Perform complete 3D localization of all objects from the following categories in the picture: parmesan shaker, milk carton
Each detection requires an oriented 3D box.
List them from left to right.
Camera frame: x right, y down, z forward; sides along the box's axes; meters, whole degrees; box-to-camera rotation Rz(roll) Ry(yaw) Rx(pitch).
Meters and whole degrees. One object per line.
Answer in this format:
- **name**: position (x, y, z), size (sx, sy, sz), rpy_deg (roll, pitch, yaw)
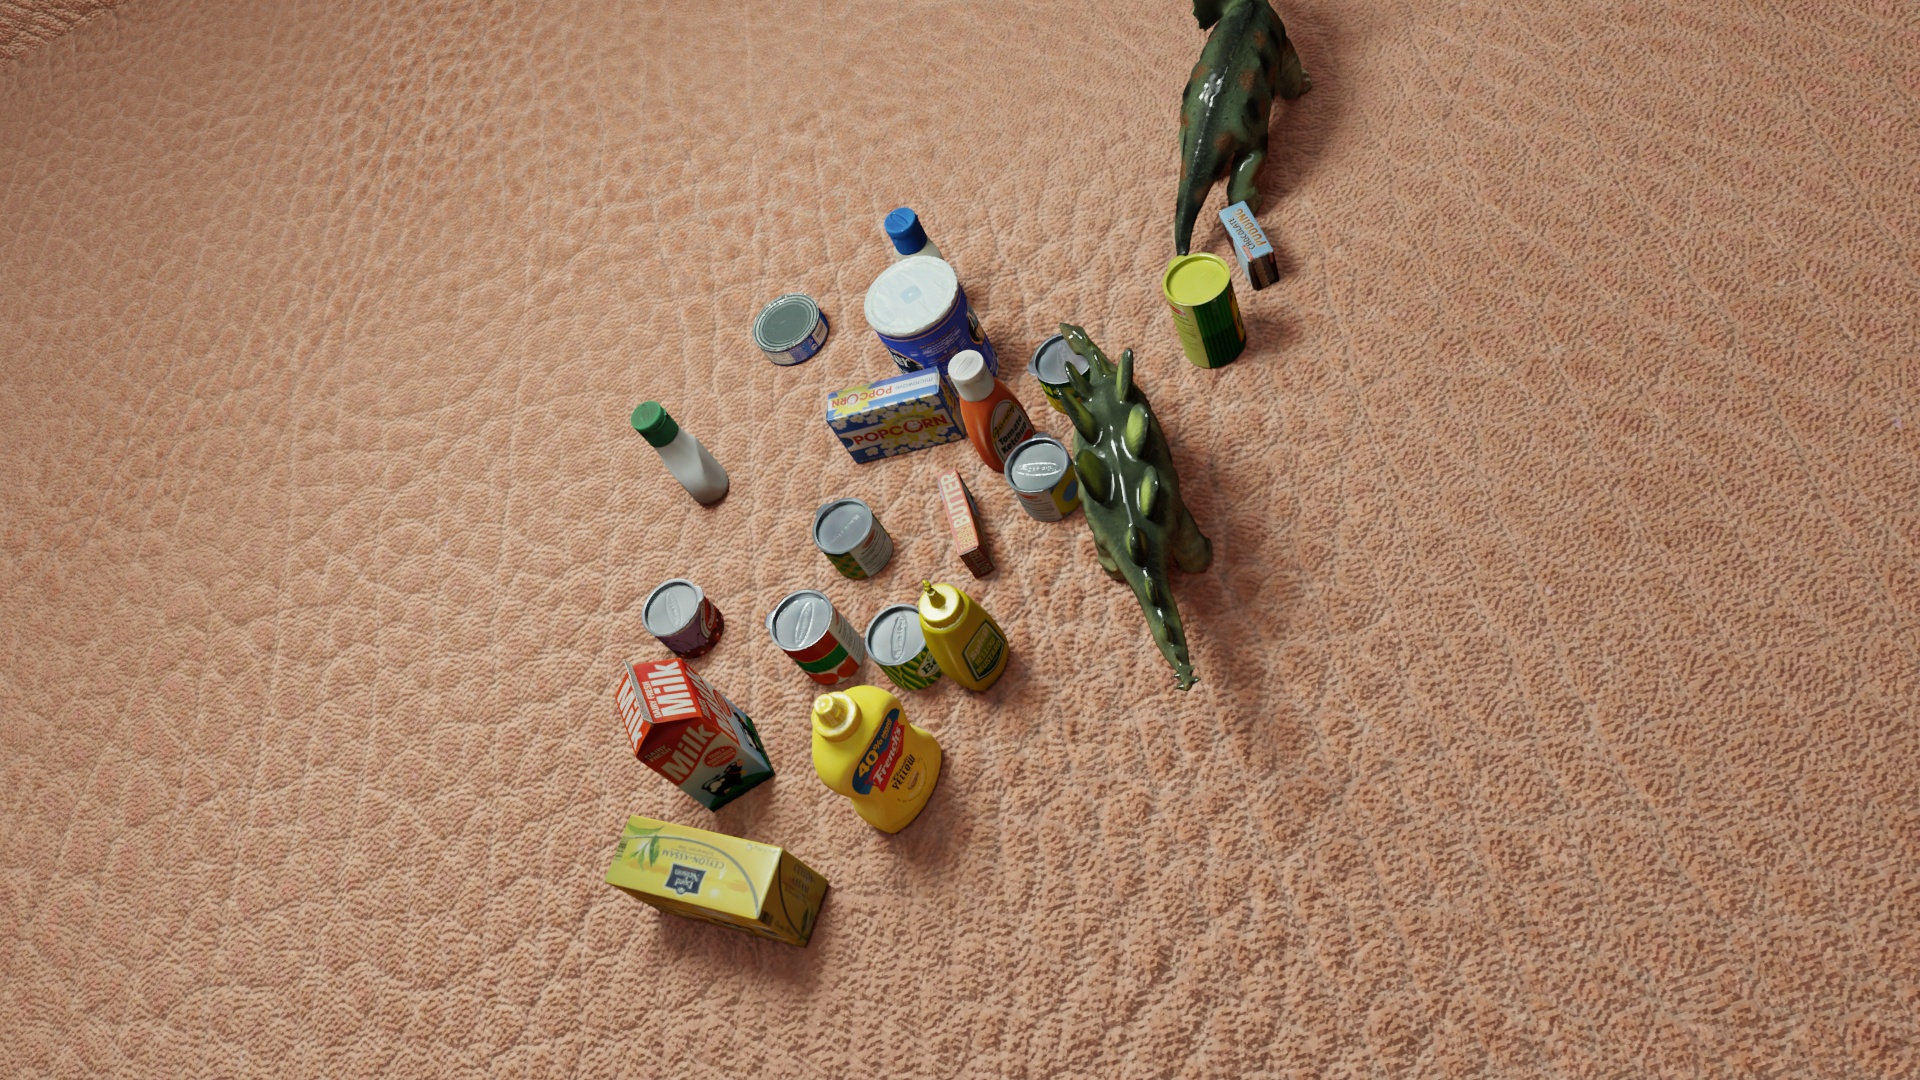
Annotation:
- **milk carton**: position (-0.253, 0.175, 1.285), size (0.073, 0.190, 0.072), rpy_deg (-32, 53, 1)
- **parmesan shaker**: position (0.245, -0.231, 1.393), size (0.071, 0.102, 0.071), rpy_deg (-11, 56, 16)

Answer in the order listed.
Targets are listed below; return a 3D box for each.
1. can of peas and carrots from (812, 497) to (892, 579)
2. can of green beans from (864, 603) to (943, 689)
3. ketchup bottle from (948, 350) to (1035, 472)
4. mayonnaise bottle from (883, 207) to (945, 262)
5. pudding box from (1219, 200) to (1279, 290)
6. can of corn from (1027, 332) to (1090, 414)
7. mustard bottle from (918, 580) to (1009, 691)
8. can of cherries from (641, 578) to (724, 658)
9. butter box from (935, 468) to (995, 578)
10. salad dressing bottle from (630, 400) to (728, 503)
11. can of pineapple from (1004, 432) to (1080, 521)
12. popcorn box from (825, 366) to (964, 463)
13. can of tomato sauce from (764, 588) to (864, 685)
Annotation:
- **can of peas and carrots**: position (-0.112, -0.002, 1.422), size (0.071, 0.058, 0.071), rpy_deg (-11, 56, 16)
- **can of green beans**: position (-0.051, 0.102, 1.331), size (0.071, 0.057, 0.071), rpy_deg (-11, 56, 16)
- **ketchup bottle**: position (0.028, -0.132, 1.390), size (0.043, 0.148, 0.065), rpy_deg (29, 74, 34)
- **mayonnaise bottle**: position (-0.041, -0.303, 1.528), size (0.041, 0.147, 0.065), rpy_deg (-45, 54, -8)
- **pudding box**: position (0.302, -0.309, 1.452), size (0.030, 0.049, 0.084), rpy_deg (-24, 54, 7)
- **can of corn**: position (0.111, -0.172, 1.438), size (0.071, 0.058, 0.071), rpy_deg (-11, 56, 16)
- **mustard bottle**: position (-0.004, 0.080, 1.262), size (0.049, 0.159, 0.065), rpy_deg (24, 71, 32)
- **can of cherries**: position (-0.285, 0.081, 1.440), size (0.071, 0.058, 0.072), rpy_deg (-11, 56, 16)
- **butter box**: position (0.005, -0.017, 1.387), size (0.024, 0.053, 0.104), rpy_deg (-22, 54, 8)
- **salad dressing bottle**: position (-0.304, -0.096, 1.505), size (0.044, 0.147, 0.064), rpy_deg (-24, 54, 7)
- **can of pineapple**: position (0.085, -0.062, 1.379), size (0.071, 0.057, 0.071), rpy_deg (-11, 56, 16)
- **popcorn box**: position (-0.068, -0.131, 1.469), size (0.126, 0.085, 0.038), rpy_deg (-12, 56, 15)
- **can of tomato sauce**: position (-0.141, 0.096, 1.356), size (0.071, 0.082, 0.071), rpy_deg (-11, 56, 16)
